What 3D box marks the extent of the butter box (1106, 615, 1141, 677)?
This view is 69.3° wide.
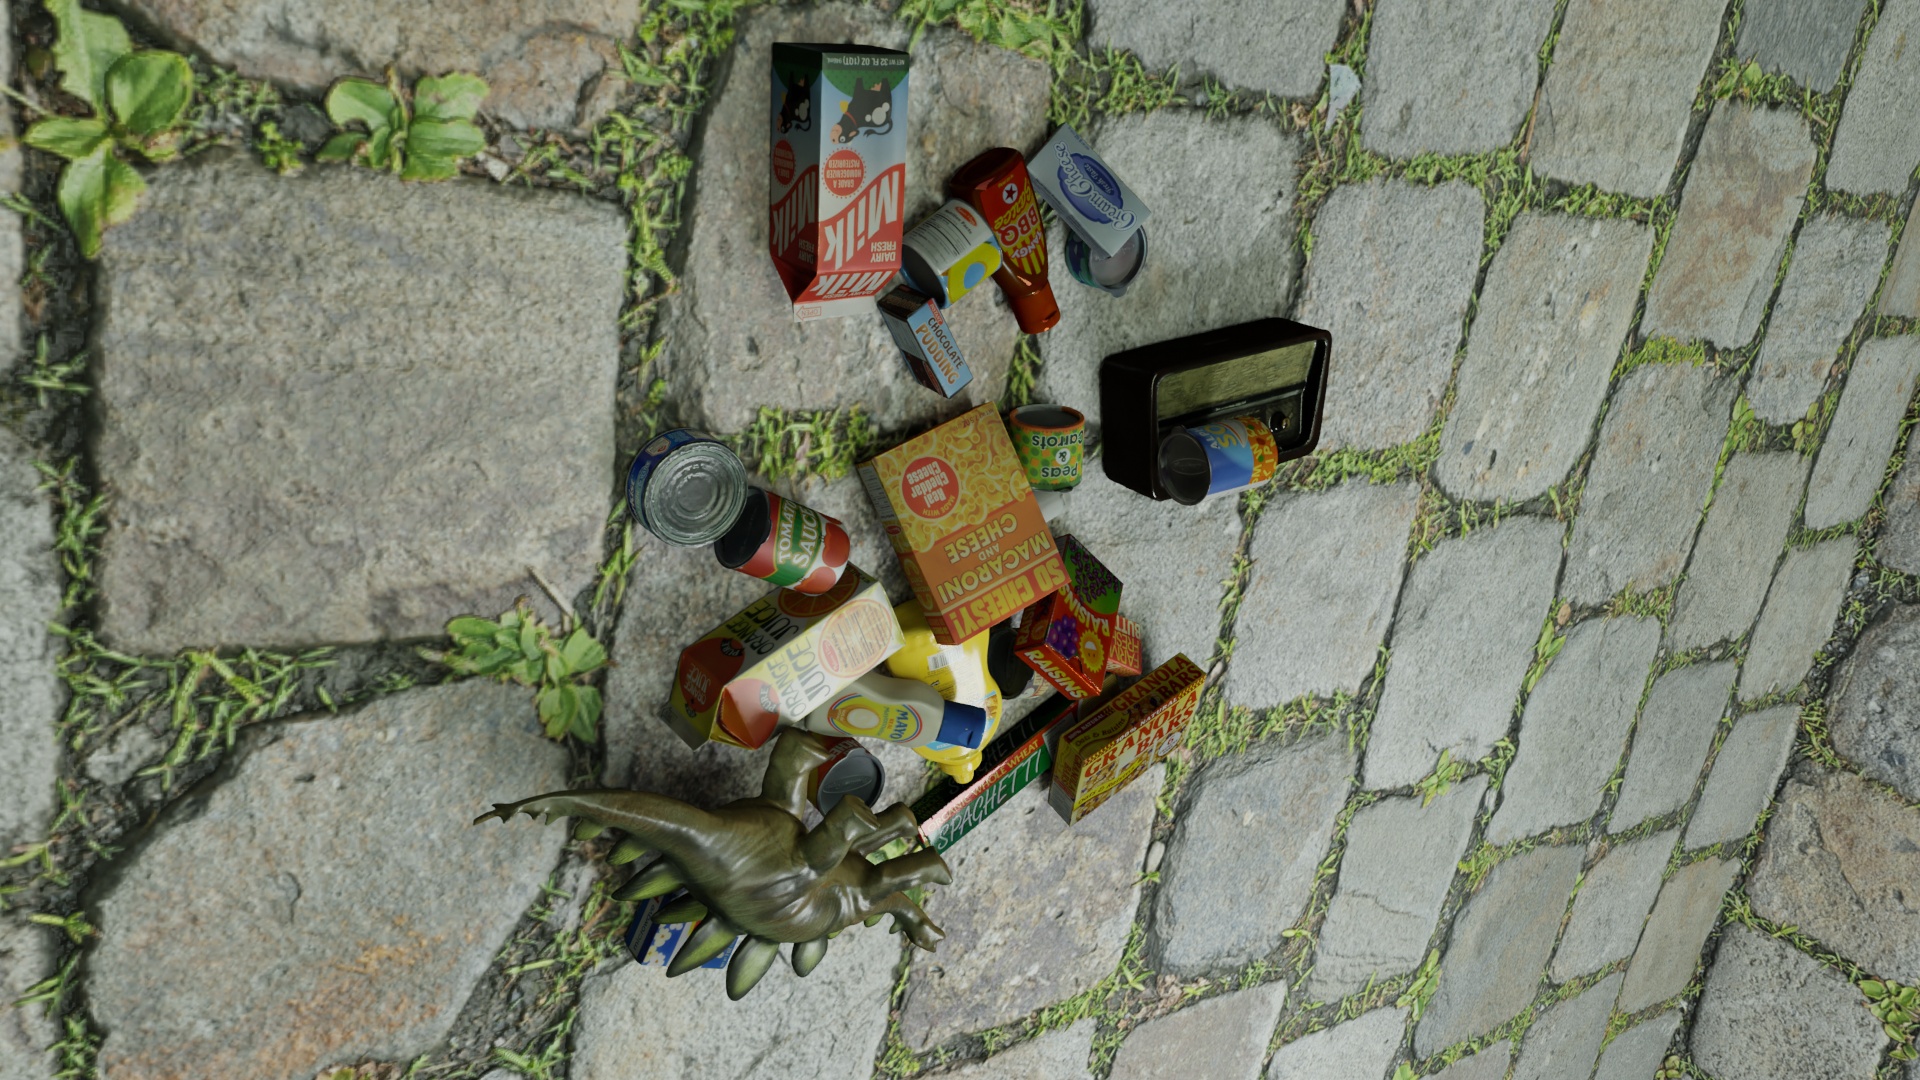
[{"bbox_3d":[0.135,0.094,1.333,0.103,0.024,0.053,25,57,-41],"label":"butter box"}]

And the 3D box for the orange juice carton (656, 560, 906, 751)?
[{"bbox_3d":[-0.147,0.097,1.103,0.193,0.072,0.072,-35,127,-21],"label":"orange juice carton"}]

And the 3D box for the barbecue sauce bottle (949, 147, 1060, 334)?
[{"bbox_3d":[0.042,-0.236,1.117,0.065,0.044,0.148,-42,130,-23],"label":"barbecue sauce bottle"}]

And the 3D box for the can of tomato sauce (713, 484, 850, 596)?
[{"bbox_3d":[-0.135,0.001,1.070,0.083,0.071,0.071,23,95,-42],"label":"can of tomato sauce"}]

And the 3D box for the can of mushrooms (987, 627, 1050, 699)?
[{"bbox_3d":[0.054,0.112,1.265,0.033,0.071,0.071,3,108,-40],"label":"can of mushrooms"}]

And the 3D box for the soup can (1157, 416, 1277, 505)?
[{"bbox_3d":[0.226,-0.074,1.220,0.084,0.071,0.071,-15,118,-32],"label":"soup can"}]

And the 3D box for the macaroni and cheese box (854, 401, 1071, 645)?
[{"bbox_3d":[0.004,-0.014,1.147,0.124,0.040,0.166,-28,98,-25],"label":"macaroni and cheese box"}]

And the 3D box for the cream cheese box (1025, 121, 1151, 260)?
[{"bbox_3d":[0.101,-0.283,1.129,0.103,0.024,0.053,42,83,-15],"label":"cream cheese box"}]

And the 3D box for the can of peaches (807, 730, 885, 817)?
[{"bbox_3d":[-0.107,0.197,1.188,0.071,0.058,0.071,-15,118,-31],"label":"can of peaches"}]

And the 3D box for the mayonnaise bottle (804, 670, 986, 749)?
[{"bbox_3d":[-0.054,0.144,1.171,0.148,0.041,0.064,13,118,-9],"label":"mayonnaise bottle"}]

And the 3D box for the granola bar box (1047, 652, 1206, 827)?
[{"bbox_3d":[0.163,0.196,1.376,0.166,0.039,0.123,-30,147,-27],"label":"granola bar box"}]

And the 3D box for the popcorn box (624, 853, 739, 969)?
[{"bbox_3d":[-0.215,0.294,1.161,0.085,0.038,0.126,20,97,-41],"label":"popcorn box"}]

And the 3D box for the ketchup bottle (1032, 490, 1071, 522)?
[{"bbox_3d":[0.030,-0.010,1.209,0.149,0.043,0.064,-30,118,-24],"label":"ketchup bottle"}]

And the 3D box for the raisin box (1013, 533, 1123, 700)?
[{"bbox_3d":[0.100,0.069,1.251,0.086,0.040,0.124,43,47,-31],"label":"raisin box"}]

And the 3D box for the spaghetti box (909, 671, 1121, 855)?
[{"bbox_3d":[0.054,0.210,1.336,0.251,0.029,0.050,-35,127,-20],"label":"spaghetti box"}]

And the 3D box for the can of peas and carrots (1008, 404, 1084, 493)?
[{"bbox_3d":[0.074,-0.080,1.194,0.071,0.071,0.058,-14,118,-32],"label":"can of peas and carrots"}]

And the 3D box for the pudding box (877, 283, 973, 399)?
[{"bbox_3d":[-0.028,-0.156,1.095,0.030,0.050,0.083,-40,128,-14],"label":"pudding box"}]

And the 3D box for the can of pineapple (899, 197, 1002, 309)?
[{"bbox_3d":[-0.010,-0.219,1.071,0.058,0.071,0.070,-40,129,-16],"label":"can of pineapple"}]

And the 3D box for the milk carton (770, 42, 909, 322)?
[{"bbox_3d":[-0.088,-0.252,0.991,0.072,0.073,0.189,-12,117,-33],"label":"milk carton"}]

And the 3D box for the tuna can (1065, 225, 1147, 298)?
[{"bbox_3d":[0.124,-0.244,1.183,0.071,0.033,0.070,-16,119,-31],"label":"tuna can"}]
